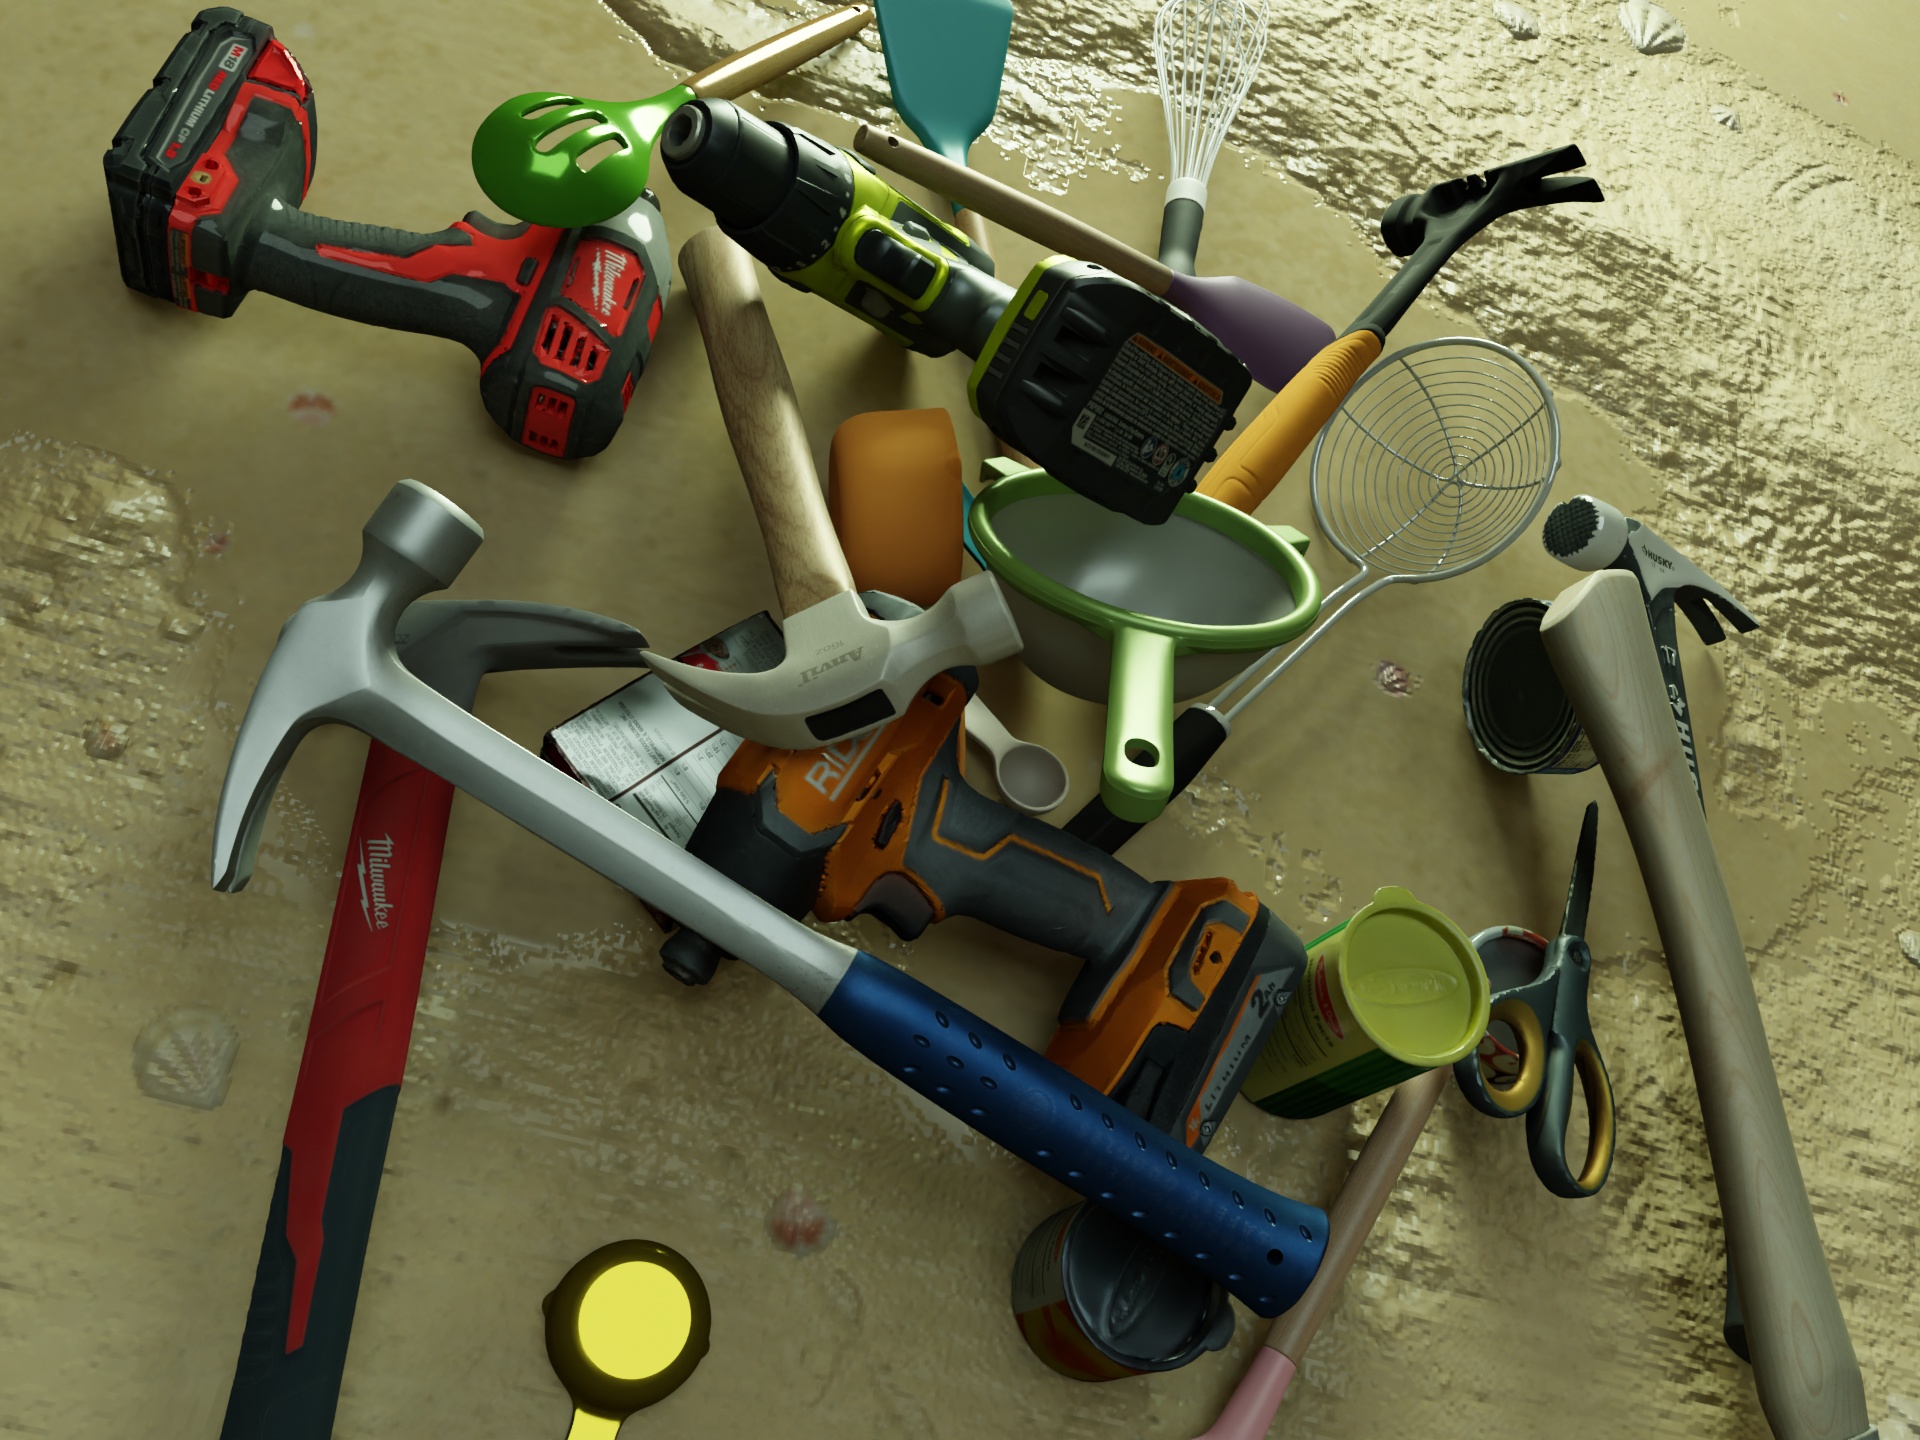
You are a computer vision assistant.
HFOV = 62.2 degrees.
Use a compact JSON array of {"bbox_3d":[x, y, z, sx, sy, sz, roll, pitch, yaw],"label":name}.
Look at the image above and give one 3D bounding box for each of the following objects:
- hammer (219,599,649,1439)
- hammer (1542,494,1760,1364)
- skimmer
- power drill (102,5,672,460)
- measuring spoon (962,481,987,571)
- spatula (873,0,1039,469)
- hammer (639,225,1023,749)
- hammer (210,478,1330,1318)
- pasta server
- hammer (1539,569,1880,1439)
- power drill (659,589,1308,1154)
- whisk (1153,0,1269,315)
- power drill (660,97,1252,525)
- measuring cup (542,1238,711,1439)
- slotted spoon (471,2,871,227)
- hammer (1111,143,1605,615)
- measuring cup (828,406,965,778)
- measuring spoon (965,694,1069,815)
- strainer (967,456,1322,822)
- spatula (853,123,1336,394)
[{"bbox_3d":[-0.195,0.135,0.540,0.143,0.038,0.387,0,66,6],"label":"hammer"},{"bbox_3d":[0.359,0.093,0.764,0.149,0.036,0.409,17,63,-33],"label":"hammer"},{"bbox_3d":[0.150,-0.056,0.745,0.127,0.090,0.363,27,55,36],"label":"skimmer"},{"bbox_3d":[-0.237,-0.213,0.699,0.219,0.078,0.143,20,60,-12],"label":"power drill"},{"bbox_3d":[0.007,-0.079,0.753,0.042,0.021,0.129,-18,63,-27],"label":"measuring spoon"},{"bbox_3d":[0.011,-0.246,0.818,0.082,0.044,0.318,-1,66,-23],"label":"spatula"},{"bbox_3d":[-0.081,-0.114,0.658,0.130,0.031,0.332,-24,46,4],"label":"hammer"},{"bbox_3d":[-0.055,0.088,0.538,0.405,0.035,0.144,33,79,-6],"label":"hammer"},{"bbox_3d":[0.139,0.222,0.616,0.060,0.040,0.316,34,64,8],"label":"pasta server"},{"bbox_3d":[0.333,0.132,0.679,0.146,0.038,0.411,-6,77,-16],"label":"hammer"},{"bbox_3d":[0.004,0.079,0.611,0.226,0.084,0.164,38,69,-8],"label":"power drill"},{"bbox_3d":[0.131,-0.315,0.888,0.070,0.070,0.285,16,65,-11],"label":"whisk"},{"bbox_3d":[-0.007,-0.181,0.672,0.229,0.080,0.190,39,14,33],"label":"power drill"},{"bbox_3d":[-0.126,0.251,0.530,0.062,0.029,0.157,20,58,-9],"label":"measuring cup"},{"bbox_3d":[-0.121,-0.309,0.772,0.070,0.031,0.314,40,43,-2],"label":"slotted spoon"},{"bbox_3d":[0.188,-0.169,0.797,0.337,0.127,0.034,-49,115,-21],"label":"hammer"},{"bbox_3d":[-0.027,-0.052,0.689,0.052,0.095,0.174,-2,74,-9],"label":"measuring cup"},{"bbox_3d":[-0.001,-0.002,0.713,0.124,0.018,0.034,45,54,14],"label":"measuring spoon"},{"bbox_3d":[0.066,-0.020,0.631,0.151,0.069,0.257,13,32,-1],"label":"strainer"},{"bbox_3d":[0.082,-0.226,0.795,0.315,0.018,0.060,15,70,-33],"label":"spatula"}]
